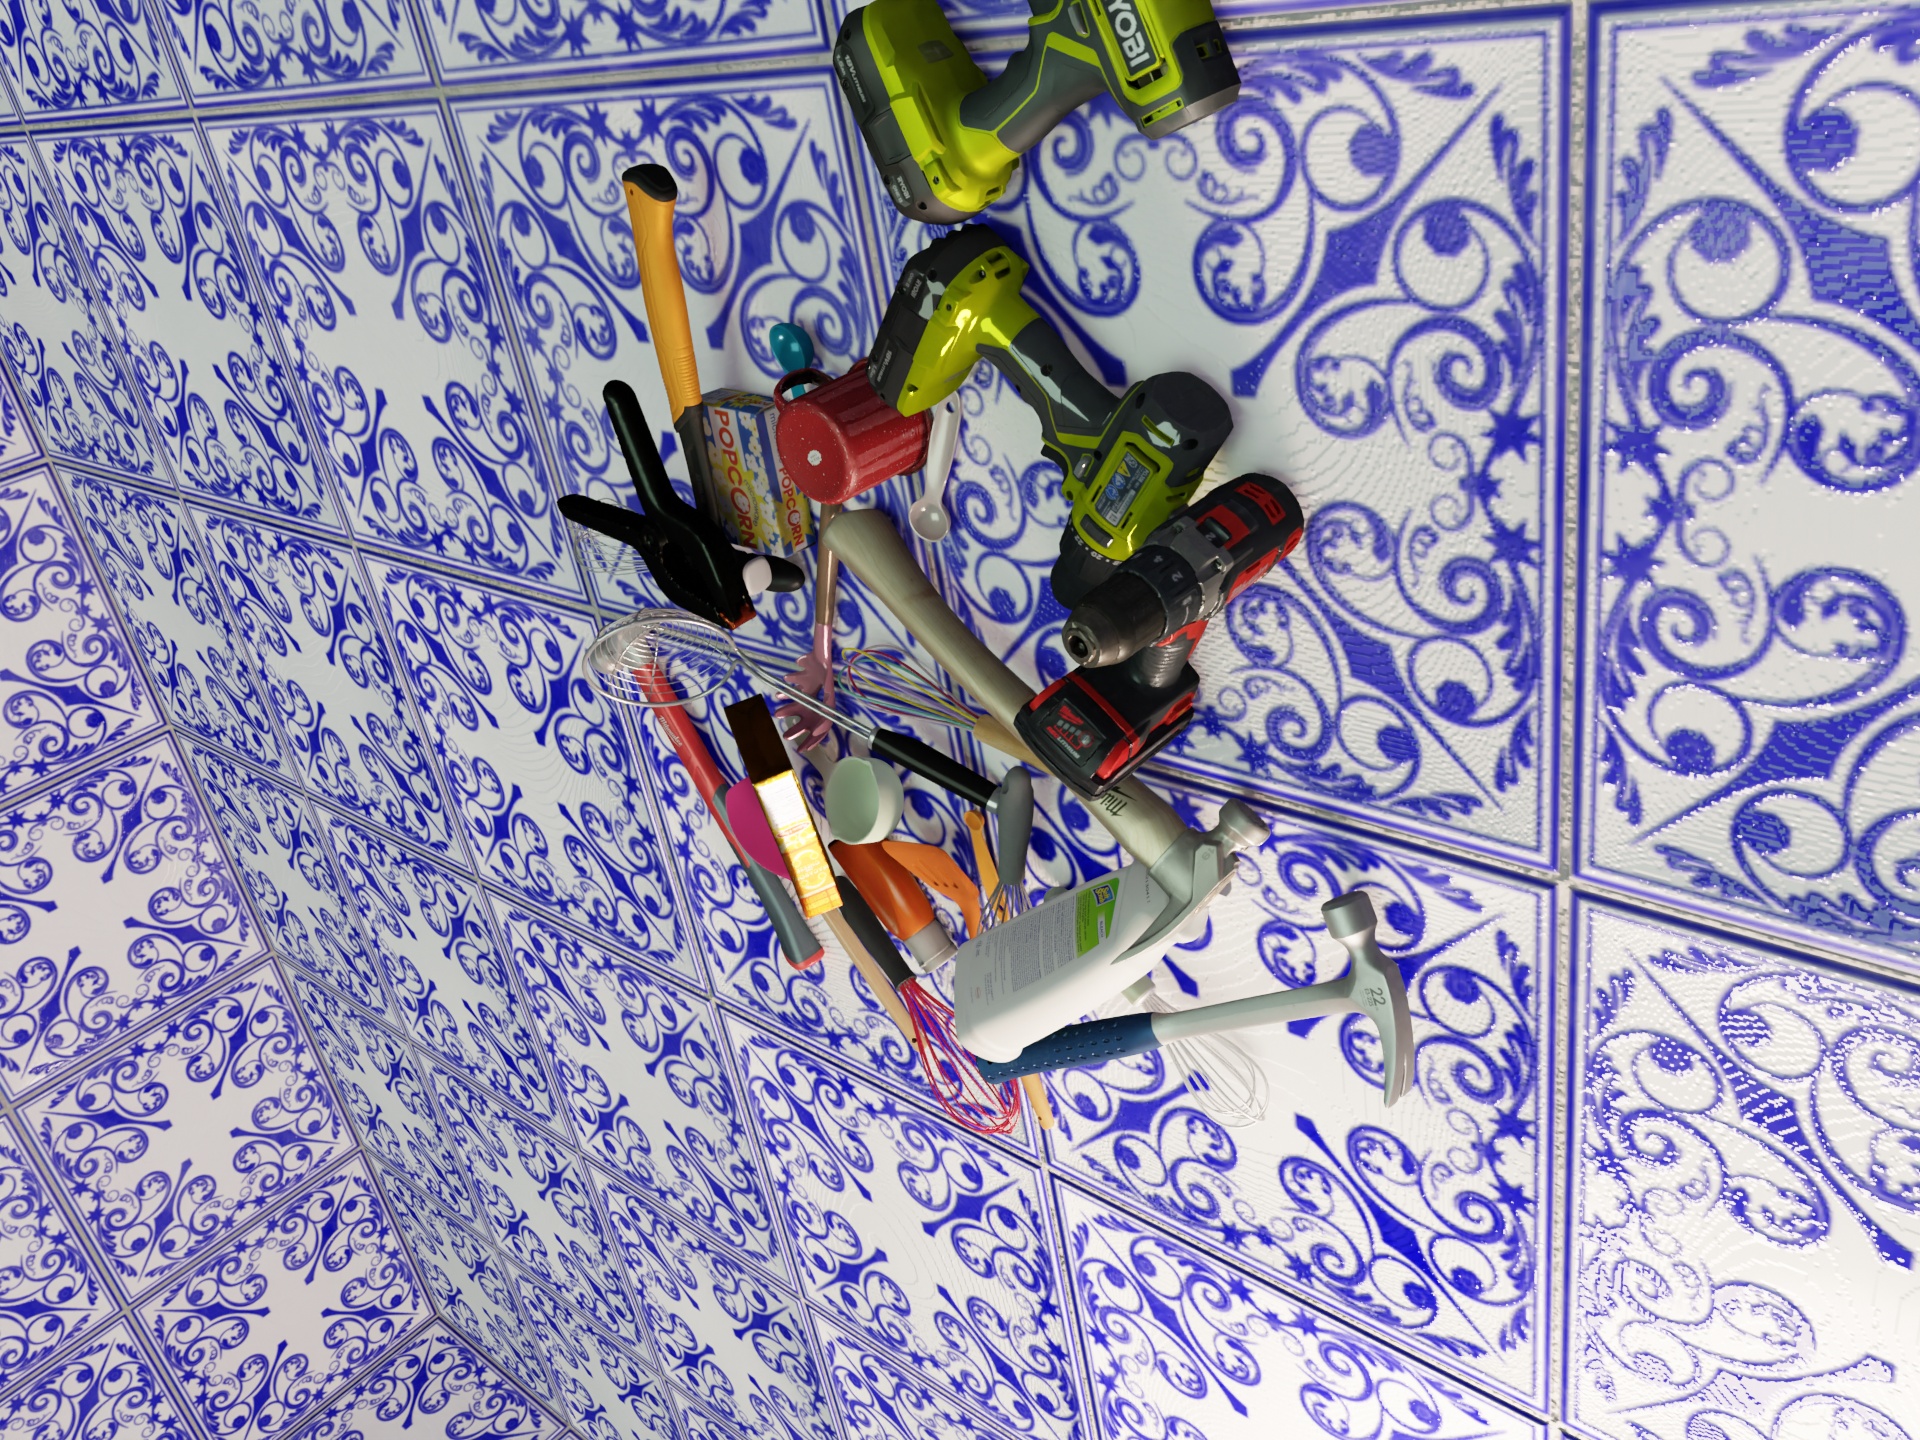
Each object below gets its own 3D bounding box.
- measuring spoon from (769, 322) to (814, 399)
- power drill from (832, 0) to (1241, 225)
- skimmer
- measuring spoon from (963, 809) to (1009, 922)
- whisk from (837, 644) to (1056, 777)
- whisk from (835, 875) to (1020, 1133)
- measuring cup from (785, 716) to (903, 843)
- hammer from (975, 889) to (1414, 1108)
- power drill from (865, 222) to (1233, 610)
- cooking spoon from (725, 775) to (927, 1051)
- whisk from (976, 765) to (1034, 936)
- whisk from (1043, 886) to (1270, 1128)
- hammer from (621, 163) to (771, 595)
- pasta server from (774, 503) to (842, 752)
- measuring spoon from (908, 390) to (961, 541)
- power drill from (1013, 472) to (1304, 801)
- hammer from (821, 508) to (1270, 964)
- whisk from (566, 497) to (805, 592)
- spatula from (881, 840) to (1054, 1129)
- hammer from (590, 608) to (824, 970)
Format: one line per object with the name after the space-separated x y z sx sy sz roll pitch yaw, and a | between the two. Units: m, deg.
-0.116 -0.250 1.227 0.042 0.021 0.128 28 144 40 | measuring spoon
0.036 -0.391 0.907 0.223 0.080 0.171 -11 109 46 | power drill
-0.138 0.008 1.312 0.363 0.090 0.127 27 148 12 | skimmer
0.025 0.124 1.353 0.021 0.011 0.116 12 129 43 | measuring spoon
-0.003 -0.005 1.261 0.245 0.051 0.047 26 128 29 | whisk
-0.039 0.258 1.461 0.296 0.073 0.073 52 144 25 | whisk
-0.105 0.043 1.414 0.168 0.038 0.083 48 122 39 | measuring cup
0.160 0.238 1.203 0.405 0.035 0.144 -23 86 44 | hammer
0.050 -0.192 1.038 0.228 0.080 0.190 44 141 11 | power drill
-0.125 0.190 1.544 0.069 0.017 0.319 -33 96 9 | cooking spoon
0.041 0.127 1.292 0.055 0.055 0.238 31 140 28 | whisk
0.153 0.224 1.264 0.246 0.059 0.058 47 105 17 | whisk
-0.222 -0.263 1.249 0.127 0.034 0.336 22 131 36 | hammer
-0.118 -0.103 1.316 0.060 0.040 0.316 43 141 33 | pasta server
-0.013 -0.187 1.162 0.034 0.018 0.124 26 128 18 | measuring spoon
0.109 -0.043 0.997 0.080 0.188 0.226 45 146 14 | power drill
0.033 -0.007 1.178 0.411 0.038 0.146 45 103 20 | hammer
-0.246 -0.149 1.409 0.285 0.070 0.070 15 127 34 | whisk
0.021 0.236 1.413 0.081 0.041 0.322 1 118 48 | spatula
-0.232 0.073 1.569 0.143 0.038 0.386 -20 102 50 | hammer
